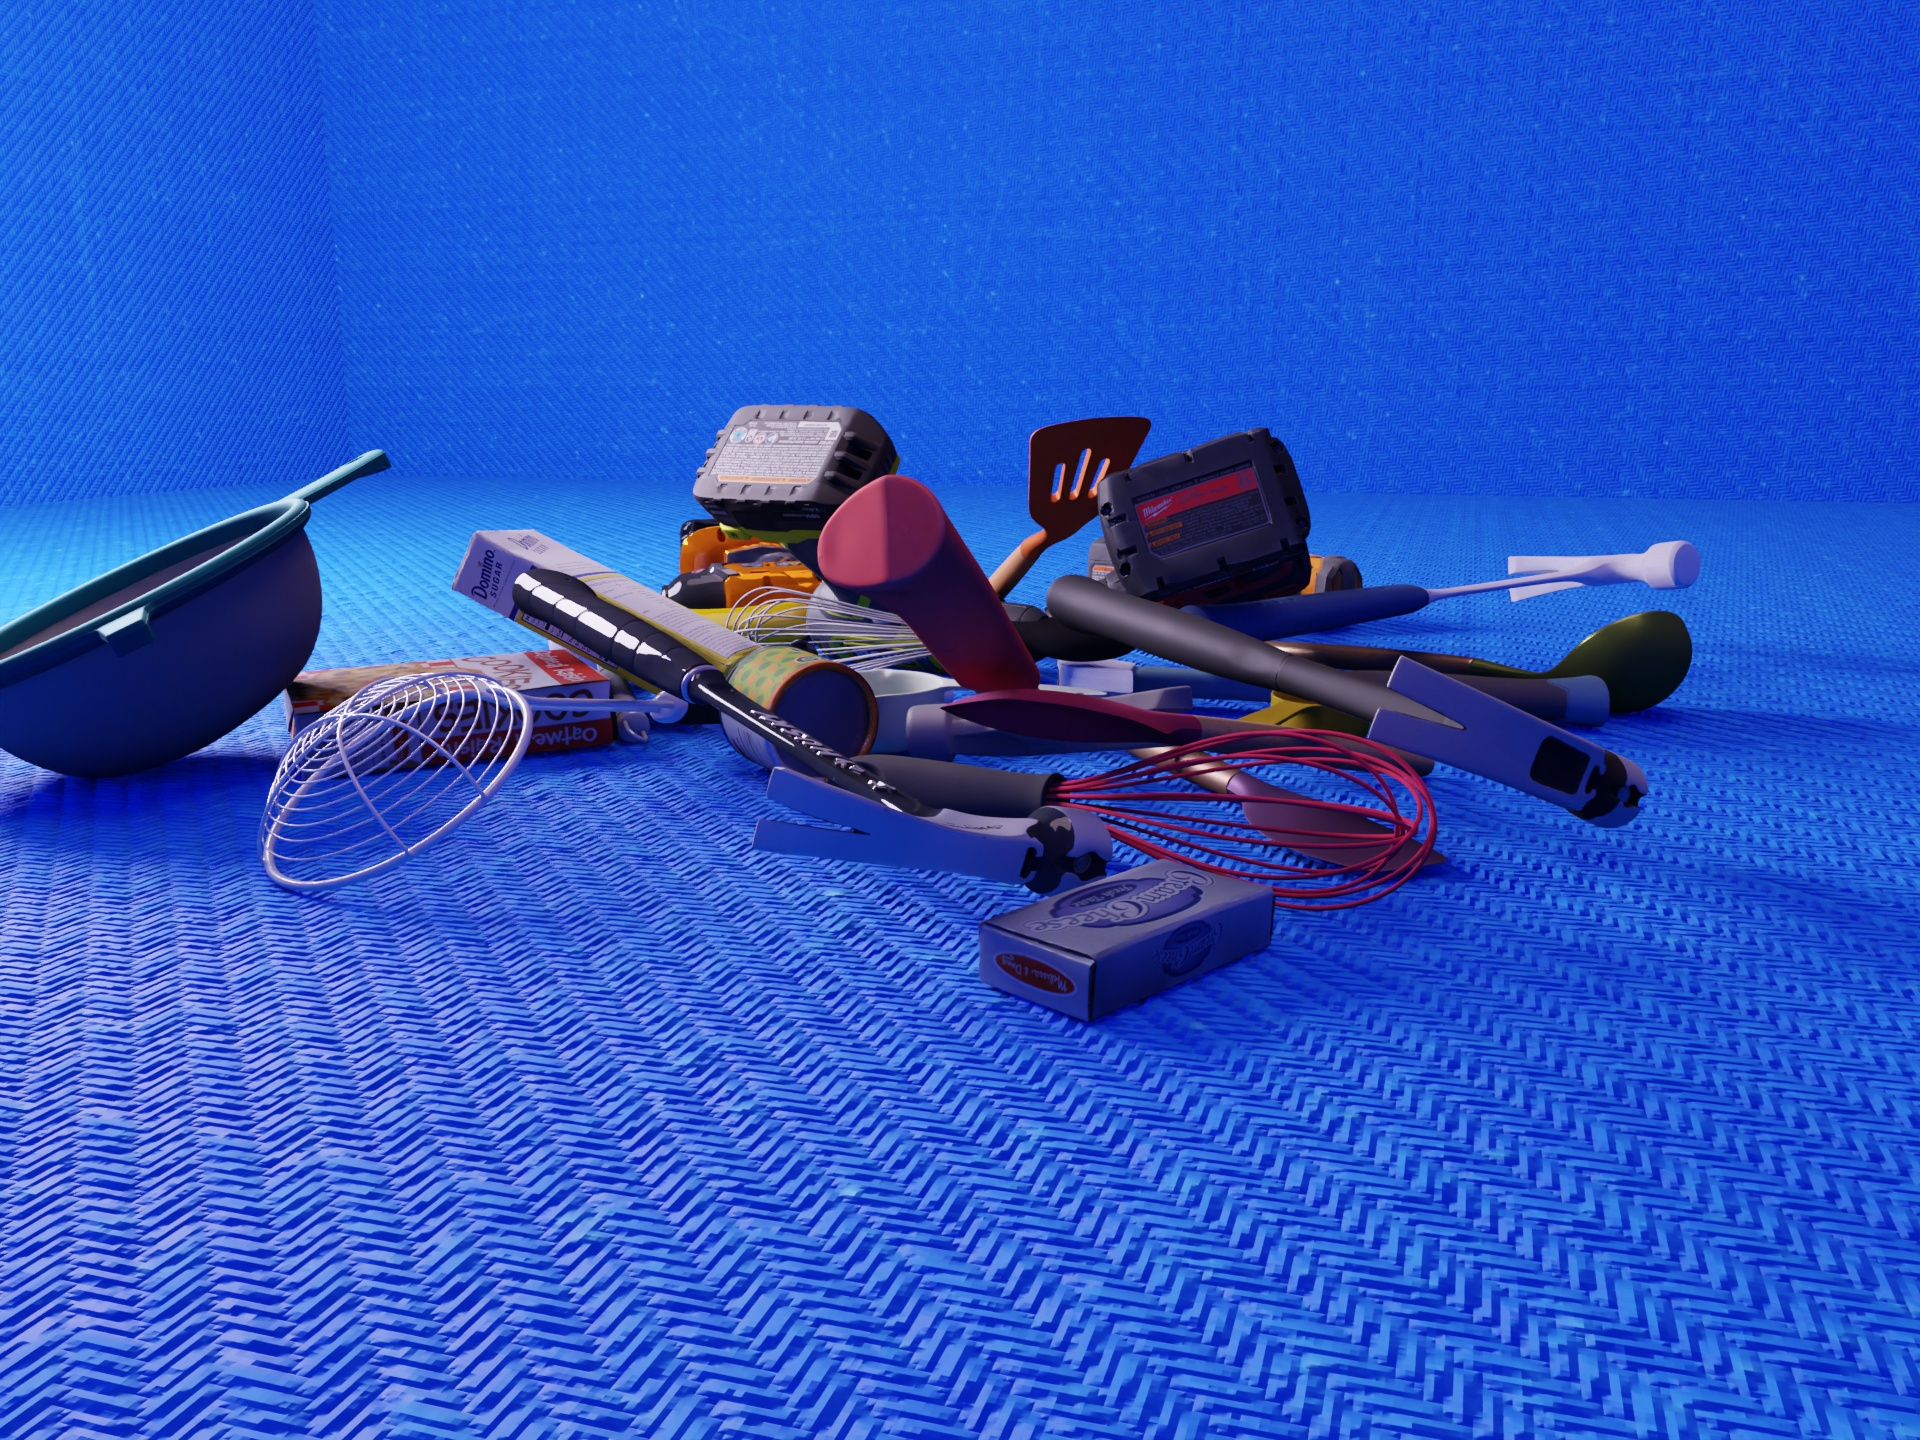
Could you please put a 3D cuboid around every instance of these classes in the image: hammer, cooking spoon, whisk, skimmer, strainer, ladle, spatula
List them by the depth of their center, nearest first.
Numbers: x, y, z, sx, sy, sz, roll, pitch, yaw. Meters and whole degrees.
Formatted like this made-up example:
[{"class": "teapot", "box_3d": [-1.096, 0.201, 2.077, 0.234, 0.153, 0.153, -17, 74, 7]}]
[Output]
[{"class": "hammer", "box_3d": [0.020, -0.028, 0.668, 0.149, 0.037, 0.359, -5, -12, 9]}, {"class": "whisk", "box_3d": [0.057, 0.036, 0.678, 0.296, 0.073, 0.073, 2, 11, 36]}, {"class": "cooking spoon", "box_3d": [0.122, 0.007, 0.729, 0.318, 0.017, 0.069, 8, -10, -40]}, {"class": "hammer", "box_3d": [-0.115, -0.011, 0.734, 0.149, 0.036, 0.409, 10, 11, -40]}, {"class": "hammer", "box_3d": [0.148, -0.026, 0.767, 0.146, 0.035, 0.335, 18, 5, -36]}, {"class": "spatula", "box_3d": [0.125, 0.027, 0.802, 0.059, 0.018, 0.316, -5, 14, -21]}, {"class": "skimmer", "box_3d": [-0.184, 0.022, 0.805, 0.127, 0.090, 0.363, -6, -2, 27]}, {"class": "strainer", "box_3d": [-0.410, -0.061, 0.905, 0.211, 0.095, 0.340, -14, 22, 23]}, {"class": "hammer", "box_3d": [0.221, -0.020, 0.980, 0.331, 0.033, 0.128, 3, 12, 14]}, {"class": "strainer", "box_3d": [-0.226, -0.027, 1.007, 0.086, 0.050, 0.259, 39, 1, -26]}, {"class": "whisk", "box_3d": [-0.025, -0.053, 1.010, 0.284, 0.070, 0.070, 0, 12, 21]}, {"class": "ladle", "box_3d": [0.322, -0.048, 1.062, 0.320, 0.062, 0.078, 8, -11, 46]}, {"class": "hammer", "box_3d": [0.311, -0.083, 1.077, 0.405, 0.035, 0.144, -10, 6, -30]}, {"class": "spatula", "box_3d": [0.039, -0.117, 1.090, 0.081, 0.041, 0.322, -10, -13, -20]}]

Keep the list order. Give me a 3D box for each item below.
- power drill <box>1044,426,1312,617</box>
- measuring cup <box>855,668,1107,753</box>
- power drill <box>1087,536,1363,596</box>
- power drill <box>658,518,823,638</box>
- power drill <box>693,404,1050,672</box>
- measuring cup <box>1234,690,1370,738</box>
[{"class": "power drill", "box_3d": [0.137, -0.102, 1.034, 0.188, 0.080, 0.226, -17, -9, 7]}, {"class": "measuring cup", "box_3d": [-0.001, -0.003, 0.902, 0.167, 0.038, 0.083, 2, 12, 1]}, {"class": "power drill", "box_3d": [0.193, -0.109, 1.291, 0.185, 0.084, 0.226, 11, 12, 42]}, {"class": "power drill", "box_3d": [-0.185, -0.116, 1.326, 0.164, 0.084, 0.227, -3, 16, -11]}, {"class": "power drill", "box_3d": [-0.054, -0.107, 1.064, 0.191, 0.080, 0.228, 8, -26, 34]}, {"class": "measuring cup", "box_3d": [0.174, 0.008, 0.870, 0.062, 0.029, 0.156, 10, 18, 38]}]
